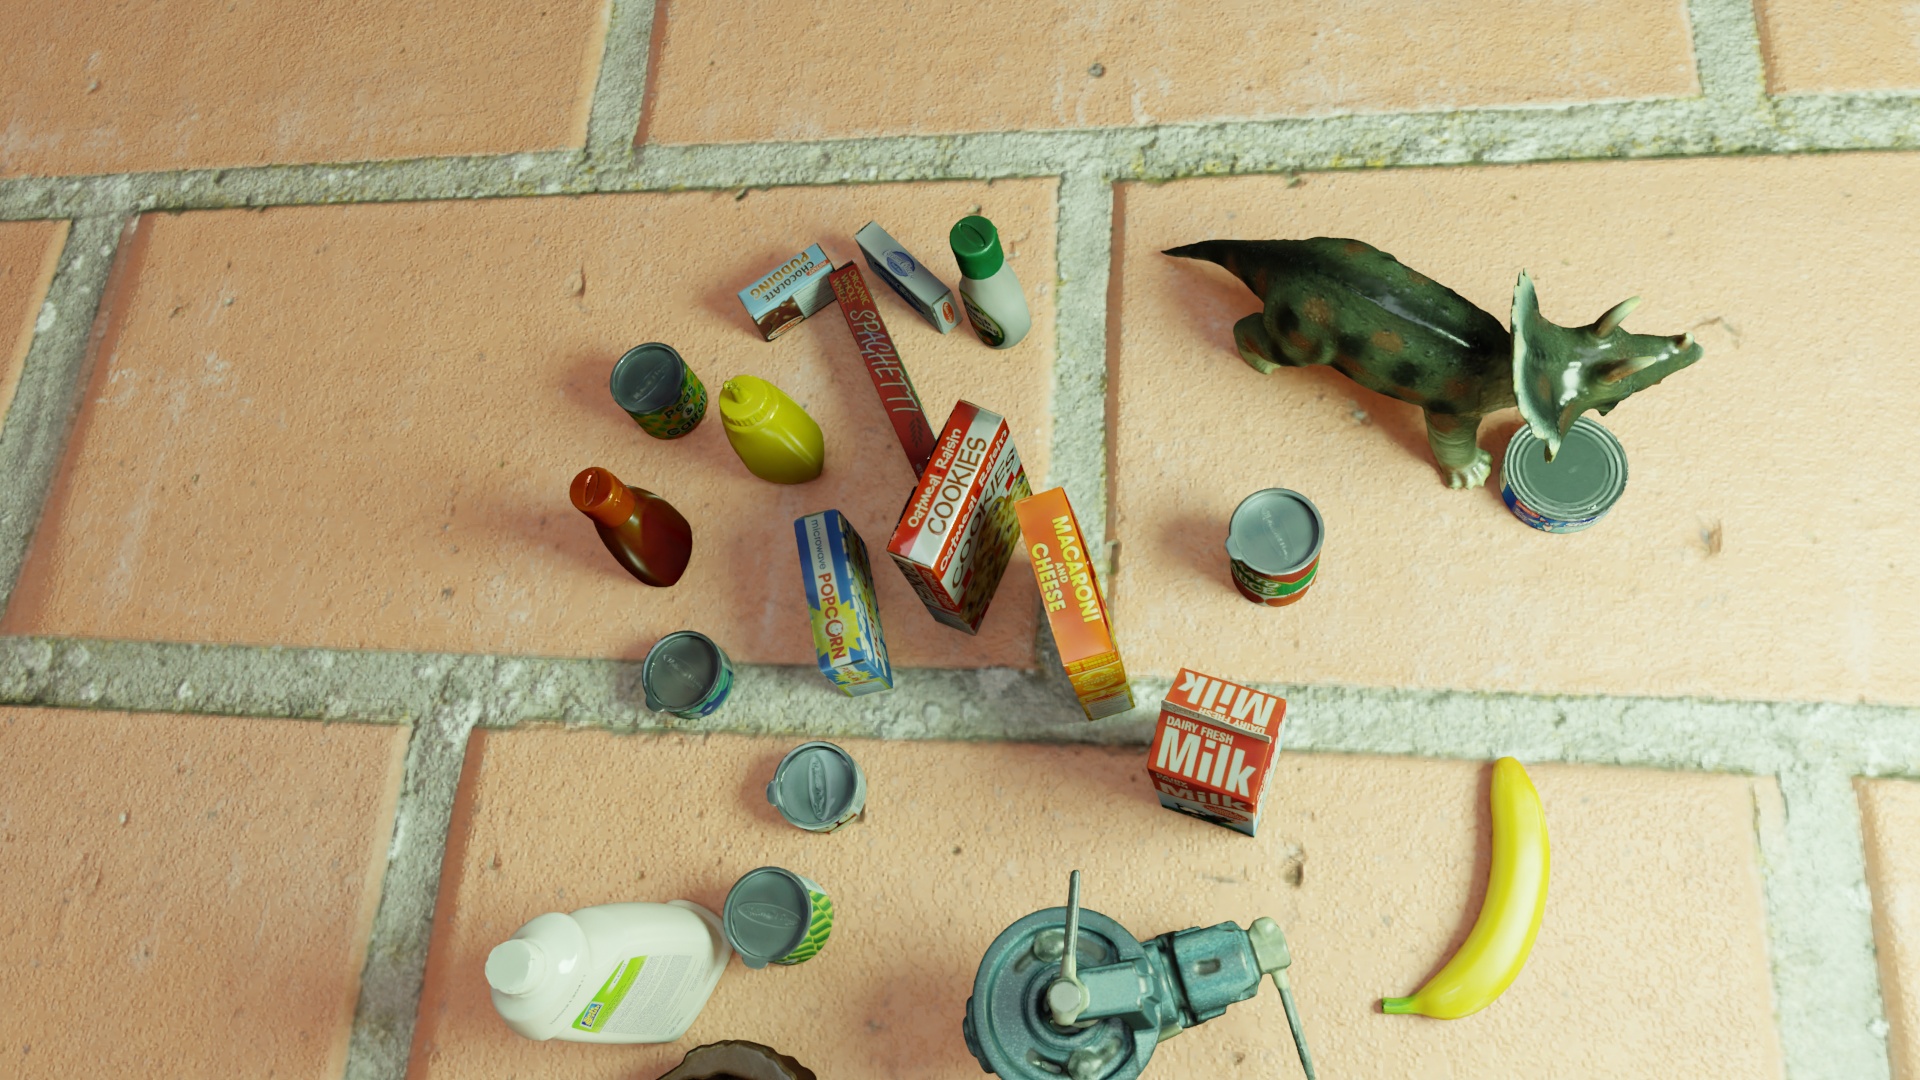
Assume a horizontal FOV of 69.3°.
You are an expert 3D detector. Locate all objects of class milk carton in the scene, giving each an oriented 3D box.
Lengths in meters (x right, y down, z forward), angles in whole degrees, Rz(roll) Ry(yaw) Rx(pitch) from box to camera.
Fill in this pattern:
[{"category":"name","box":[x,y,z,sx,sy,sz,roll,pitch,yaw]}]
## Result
[{"category":"milk carton","box":[0.172,0.140,0.926,0.072,0.190,0.073,17,74,17]}]

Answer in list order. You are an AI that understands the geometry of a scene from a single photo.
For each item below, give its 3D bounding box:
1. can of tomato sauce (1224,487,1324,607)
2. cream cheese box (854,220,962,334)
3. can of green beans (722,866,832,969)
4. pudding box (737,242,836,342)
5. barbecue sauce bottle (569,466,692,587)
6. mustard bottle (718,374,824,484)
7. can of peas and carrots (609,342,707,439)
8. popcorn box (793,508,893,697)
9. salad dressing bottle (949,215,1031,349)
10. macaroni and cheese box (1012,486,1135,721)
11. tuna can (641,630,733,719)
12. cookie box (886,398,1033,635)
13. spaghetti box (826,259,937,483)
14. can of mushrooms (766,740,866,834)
[{"category":"can of tomato sauce","box":[0.230,0.008,1.022,0.071,0.083,0.071,-4,69,10]},{"category":"cream cheese box","box":[-0.044,-0.223,1.179,0.024,0.053,0.104,-43,68,-6]},{"category":"can of green beans","box":[-0.131,0.273,1.007,0.071,0.057,0.071,-4,69,10]},{"category":"pudding box","box":[-0.145,-0.213,1.197,0.084,0.049,0.030,-34,67,-3]},{"category":"barbecue sauce bottle","box":[-0.258,-0.014,1.091,0.044,0.148,0.065,6,71,13]},{"category":"mustard bottle","box":[-0.154,-0.093,1.094,0.065,0.159,0.049,-4,69,10]},{"category":"can of peas and carrots","box":[-0.253,-0.125,1.181,0.071,0.058,0.071,-4,69,10]},{"category":"popcorn box","box":[-0.089,0.049,1.068,0.038,0.085,0.127,-15,68,6]},{"category":"salad dressing bottle","box":[0.022,-0.205,1.108,0.044,0.147,0.064,-42,68,-5]},{"category":"macaroni and cheese box","box":[0.084,0.049,0.990,0.040,0.166,0.124,-18,68,5]},{"category":"tuna can","box":[-0.217,0.109,1.099,0.071,0.032,0.071,-4,69,10]},{"category":"cookie box","box":[0.004,-0.013,1.029,0.040,0.167,0.123,20,75,17]},{"category":"spaghetti box","box":[-0.051,-0.119,1.143,0.029,0.050,0.251,-25,67,2]},{"category":"can of mushrooms","box":[-0.108,0.187,1.048,0.071,0.033,0.071,-4,69,10]}]
